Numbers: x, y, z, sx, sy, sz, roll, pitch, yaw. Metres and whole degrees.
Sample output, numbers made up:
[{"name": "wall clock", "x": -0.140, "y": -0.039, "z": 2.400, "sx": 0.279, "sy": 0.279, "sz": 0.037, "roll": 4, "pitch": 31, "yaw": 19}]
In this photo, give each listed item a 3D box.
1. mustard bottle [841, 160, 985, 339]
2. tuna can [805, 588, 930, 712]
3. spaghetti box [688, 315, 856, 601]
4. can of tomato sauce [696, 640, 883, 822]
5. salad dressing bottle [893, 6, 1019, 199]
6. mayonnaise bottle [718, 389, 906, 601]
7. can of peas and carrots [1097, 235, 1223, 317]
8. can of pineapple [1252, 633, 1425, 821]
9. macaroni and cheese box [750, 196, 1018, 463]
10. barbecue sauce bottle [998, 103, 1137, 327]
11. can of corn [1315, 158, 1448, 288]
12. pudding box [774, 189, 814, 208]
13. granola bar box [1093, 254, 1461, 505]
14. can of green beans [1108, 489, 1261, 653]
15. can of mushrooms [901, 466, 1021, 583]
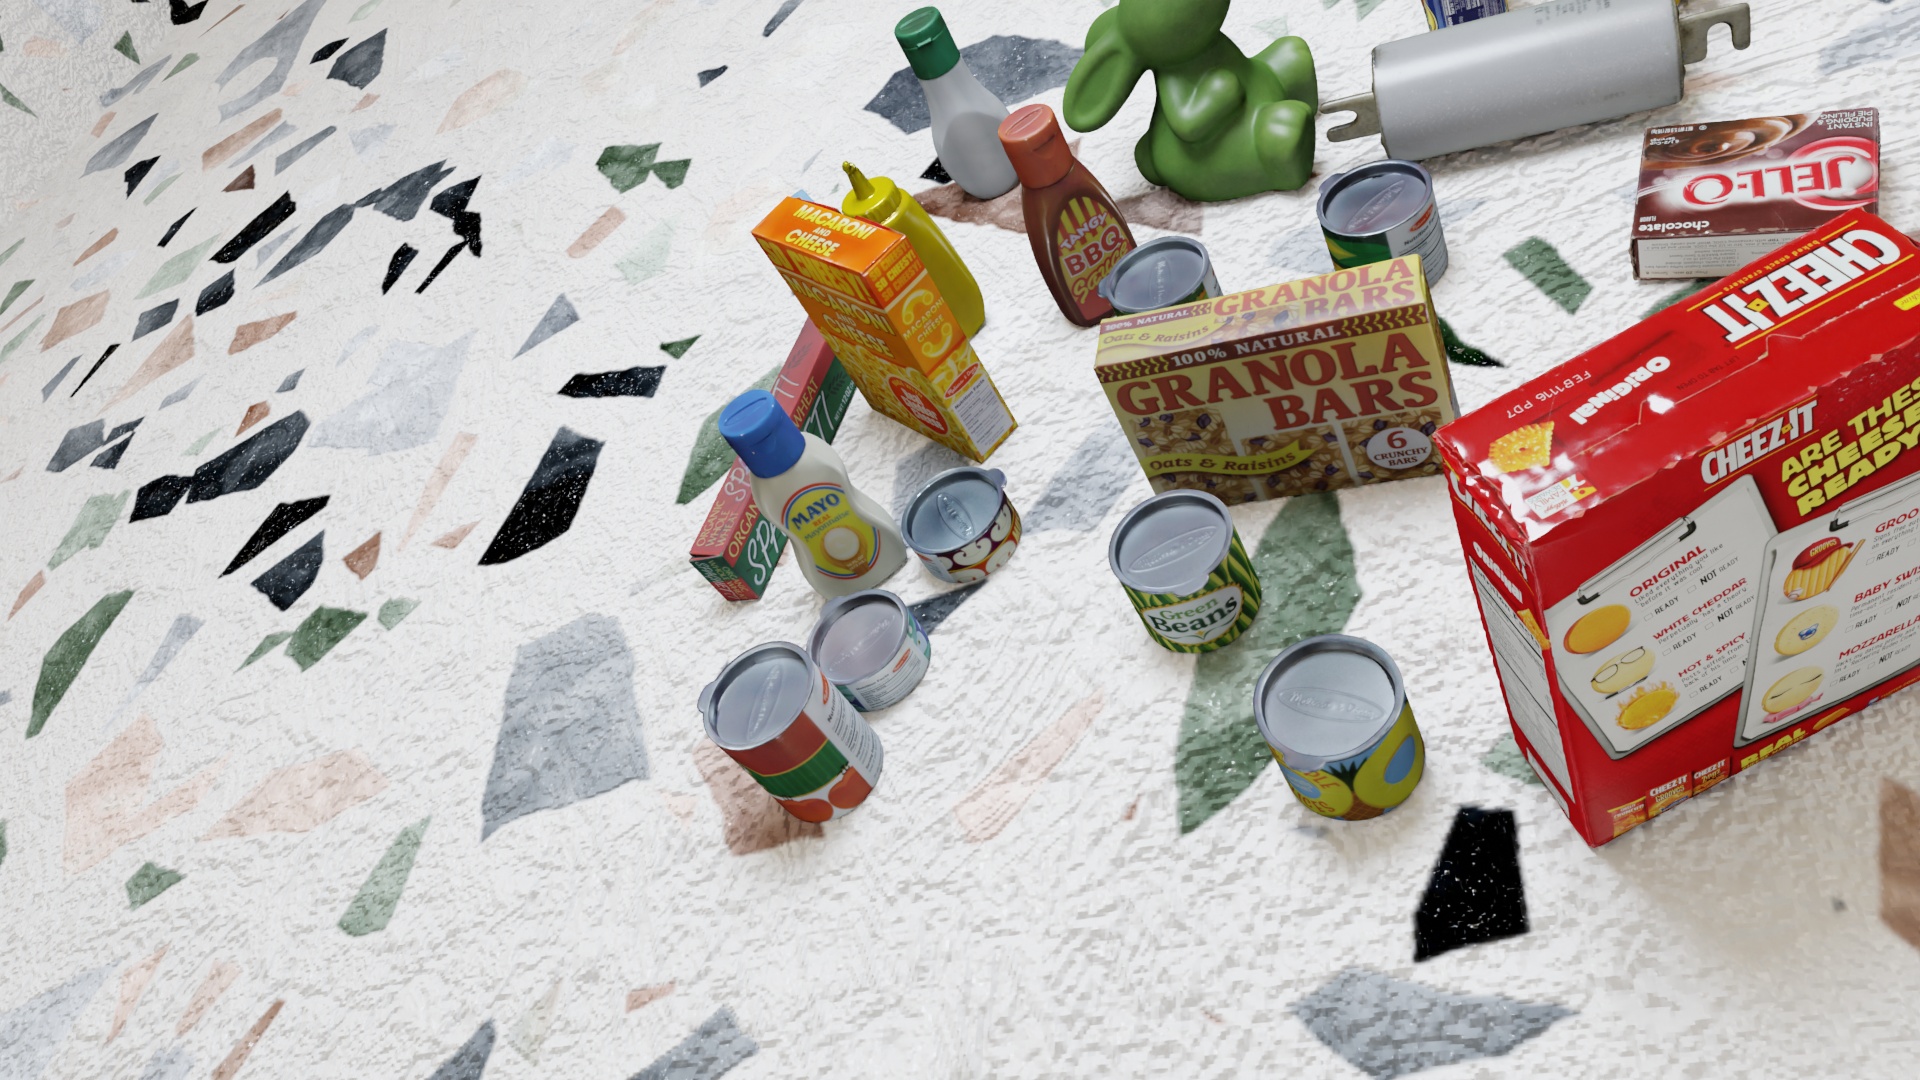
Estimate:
[{"name": "mustard bottle", "x": -0.039, "y": -0.195, "z": 0.931, "sx": 0.065, "sy": 0.159, "sz": 0.049, "roll": -40, "pitch": 43, "yaw": -7}, {"name": "tuna can", "x": -0.054, "y": 0.062, "z": 0.802, "sx": 0.071, "sy": 0.032, "sz": 0.071, "roll": -16, "pitch": 45, "yaw": 18}, {"name": "spaghetti box", "x": -0.114, "y": -0.072, "z": 0.947, "sx": 0.028, "sy": 0.050, "sz": 0.251, "roll": -2, "pitch": 51, "yaw": 30}, {"name": "can of tomato sauce", "x": -0.090, "y": 0.105, "z": 0.748, "sx": 0.071, "sy": 0.082, "sz": 0.071, "roll": -17, "pitch": 45, "yaw": 18}, {"name": "salad dressing bottle", "x": -0.001, "y": -0.325, "z": 1.035, "sx": 0.064, "sy": 0.147, "sz": 0.044, "roll": -23, "pitch": 44, "yaw": 12}, {"name": "mayonnaise bottle", "x": -0.089, "y": -0.026, "z": 0.818, "sx": 0.065, "sy": 0.147, "sz": 0.041, "roll": -33, "pitch": 43, "yaw": 1}, {"name": "can of peas and carrots", "x": 0.128, "y": -0.144, "z": 0.860, "sx": 0.071, "sy": 0.058, "sz": 0.071, "roll": -17, "pitch": 45, "yaw": 18}, {"name": "can of pineapple", "x": 0.171, "y": 0.086, "z": 0.628, "sx": 0.071, "sy": 0.057, "sz": 0.071, "roll": -17, "pitch": 45, "yaw": 18}, {"name": "macaroni and cheese box", "x": -0.046, "y": -0.133, "z": 0.876, "sx": 0.040, "sy": 0.166, "sz": 0.124, "roll": -47, "pitch": 44, "yaw": -14}, {"name": "barbecue sauce bottle", "x": 0.069, "y": -0.208, "z": 0.888, "sx": 0.065, "sy": 0.148, "sz": 0.044, "roll": -37, "pitch": 43, "yaw": -3}, {"name": "can of corn", "x": 0.249, "y": -0.183, "z": 0.824, "sx": 0.071, "sy": 0.058, "sz": 0.071, "roll": -17, "pitch": 45, "yaw": 18}, {"name": "pudding box", "x": -0.112, "y": -0.237, "z": 1.093, "sx": 0.030, "sy": 0.049, "sz": 0.084, "roll": -36, "pitch": 43, "yaw": -2}, {"name": "granola bar box", "x": 0.169, "y": -0.077, "z": 0.728, "sx": 0.165, "sy": 0.123, "sz": 0.039, "roll": -8, "pitch": 49, "yaw": 25}, {"name": "can of green beans", "x": 0.117, "y": 0.017, "z": 0.722, "sx": 0.071, "sy": 0.057, "sz": 0.071, "roll": -17, "pitch": 45, "yaw": 18}, {"name": "can of mushrooms", "x": 0.003, "y": -0.010, "z": 0.833, "sx": 0.071, "sy": 0.033, "sz": 0.071, "roll": -16, "pitch": 45, "yaw": 18}]
